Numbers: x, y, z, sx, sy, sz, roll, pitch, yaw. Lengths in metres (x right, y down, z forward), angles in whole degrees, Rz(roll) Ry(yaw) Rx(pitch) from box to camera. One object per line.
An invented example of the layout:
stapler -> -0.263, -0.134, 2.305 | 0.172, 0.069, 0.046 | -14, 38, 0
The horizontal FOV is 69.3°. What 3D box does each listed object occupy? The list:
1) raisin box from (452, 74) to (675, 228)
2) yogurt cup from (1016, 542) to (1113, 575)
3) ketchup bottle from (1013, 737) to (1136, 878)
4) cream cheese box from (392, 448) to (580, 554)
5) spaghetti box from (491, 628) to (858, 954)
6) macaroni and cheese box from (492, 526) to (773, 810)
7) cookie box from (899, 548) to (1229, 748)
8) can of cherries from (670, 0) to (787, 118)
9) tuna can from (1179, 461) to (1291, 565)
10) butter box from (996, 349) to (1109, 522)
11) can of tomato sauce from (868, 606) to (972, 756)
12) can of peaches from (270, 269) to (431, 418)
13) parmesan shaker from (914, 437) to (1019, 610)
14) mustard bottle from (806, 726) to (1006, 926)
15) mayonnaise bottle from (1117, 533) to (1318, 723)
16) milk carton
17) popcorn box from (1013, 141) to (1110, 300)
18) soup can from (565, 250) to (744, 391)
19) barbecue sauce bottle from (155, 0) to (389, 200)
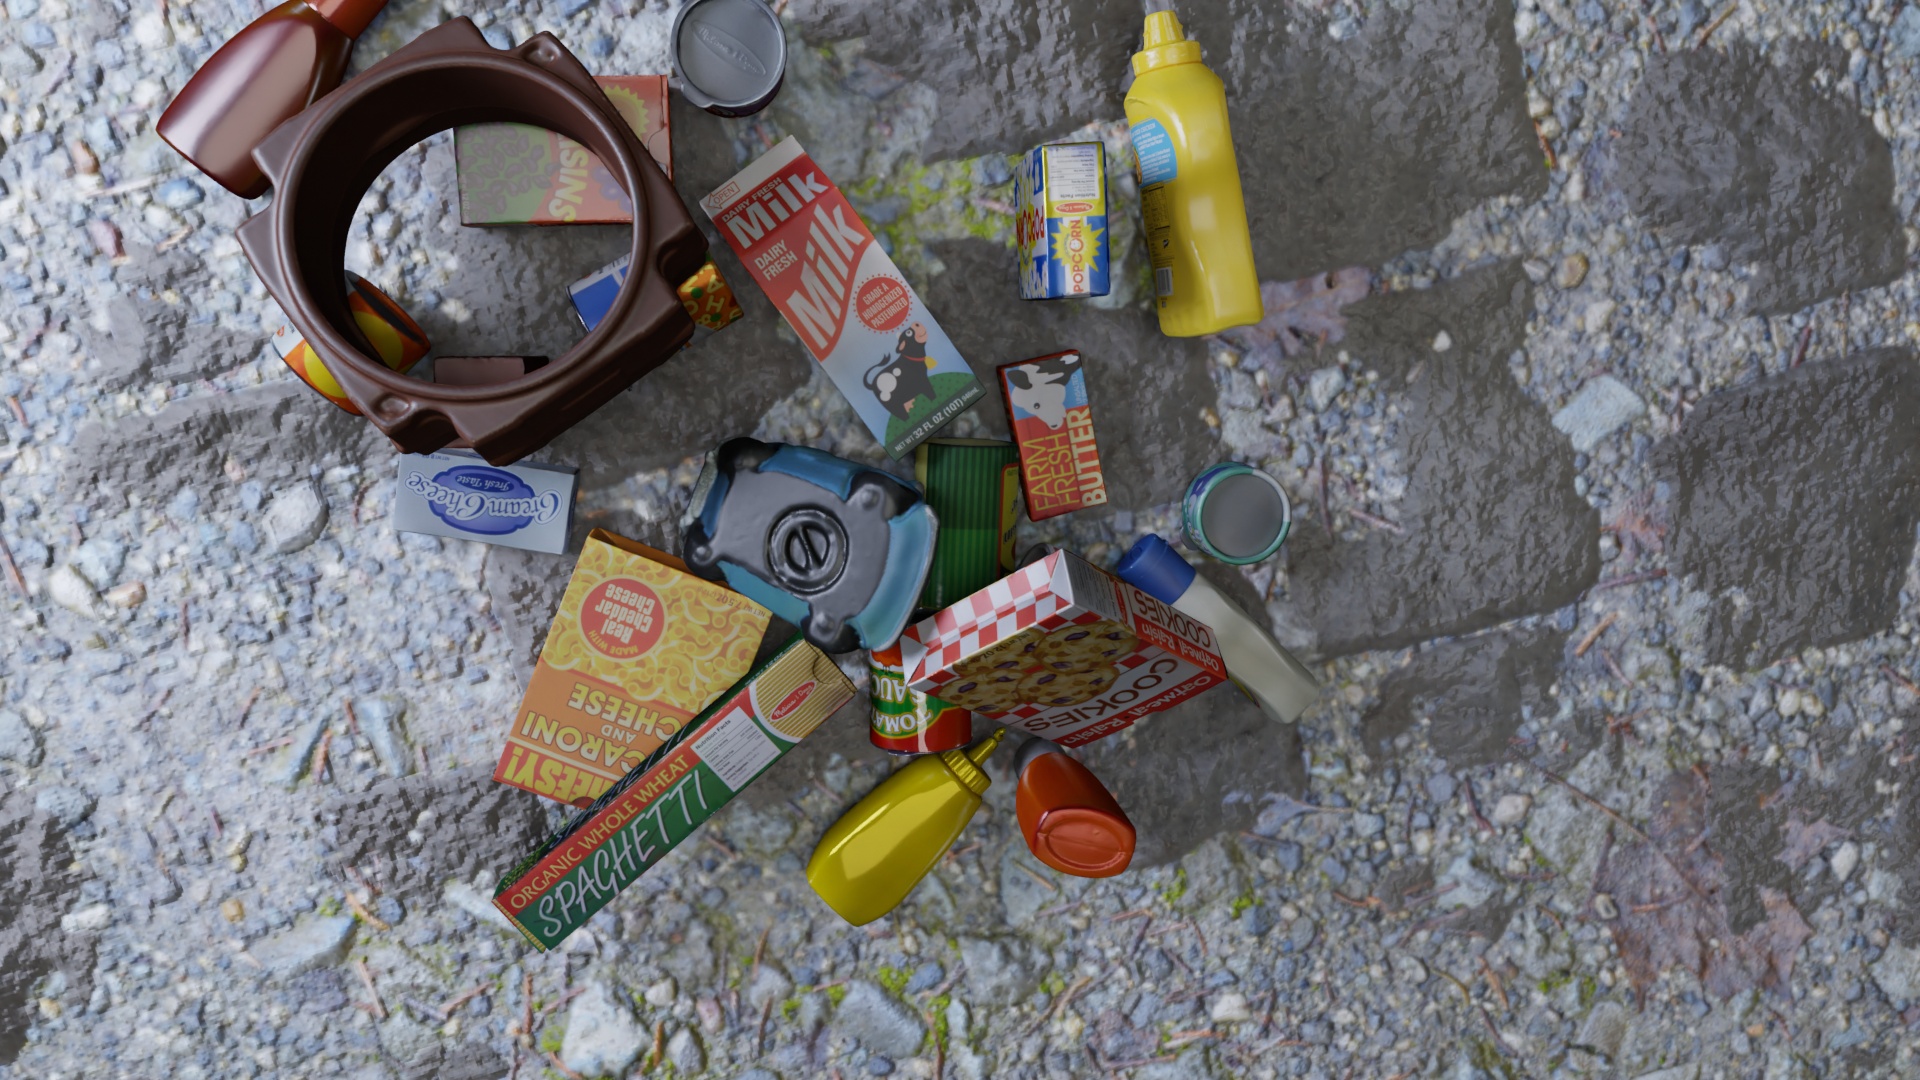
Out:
raisin box -> -0.233, -0.230, 0.823 | 0.123, 0.040, 0.086 | -3, 98, -8
yogurt cup -> 0.067, 0.040, 0.894 | 0.054, 0.072, 0.072 | 18, 96, -18
ketchup bottle -> 0.063, 0.161, 0.867 | 0.065, 0.149, 0.043 | 15, 97, -9
cream cheese box -> -0.291, -0.025, 0.854 | 0.104, 0.024, 0.053 | 9, 99, -9
spaghetti box -> -0.175, 0.153, 0.853 | 0.250, 0.029, 0.050 | -40, 105, -2
macaroni and cheese box -> -0.204, 0.092, 0.875 | 0.124, 0.040, 0.166 | 22, 96, -10
cookie box -> 0.065, 0.072, 0.840 | 0.122, 0.040, 0.167 | -29, 144, 29
can of cherries -> -0.138, -0.284, 0.818 | 0.071, 0.058, 0.071 | -1, 100, -8
tuna can -> 0.180, -0.016, 0.915 | 0.071, 0.033, 0.071 | -1, 99, -8
butter box -> 0.059, -0.067, 0.895 | 0.053, 0.024, 0.103 | -13, 100, -6
can of tomato sauce -> -0.027, 0.087, 0.884 | 0.071, 0.071, 0.083 | -1, 99, -7
can of peaches -> -0.353, -0.114, 0.811 | 0.058, 0.071, 0.071 | -45, 102, 1
parmesan shaker -> 0.003, -0.011, 0.872 | 0.071, 0.071, 0.103 | 1, 99, -8
mustard bottle -> -0.027, 0.179, 0.909 | 0.160, 0.049, 0.065 | -43, 101, 0
mayonnaise bottle -> 0.168, 0.057, 0.912 | 0.148, 0.065, 0.041 | 42, 94, -8
milk carton -> -0.071, -0.146, 0.840 | 0.072, 0.073, 0.190 | -37, 101, 0
popcorn box -> 0.059, -0.186, 0.825 | 0.038, 0.127, 0.085 | -5, 99, -4
soup can -> -0.180, -0.140, 0.830 | 0.084, 0.071, 0.071 | -30, 102, -2
barbecue sauce bottle -> -0.386, -0.270, 0.794 | 0.065, 0.044, 0.148 | 40, 91, -12
